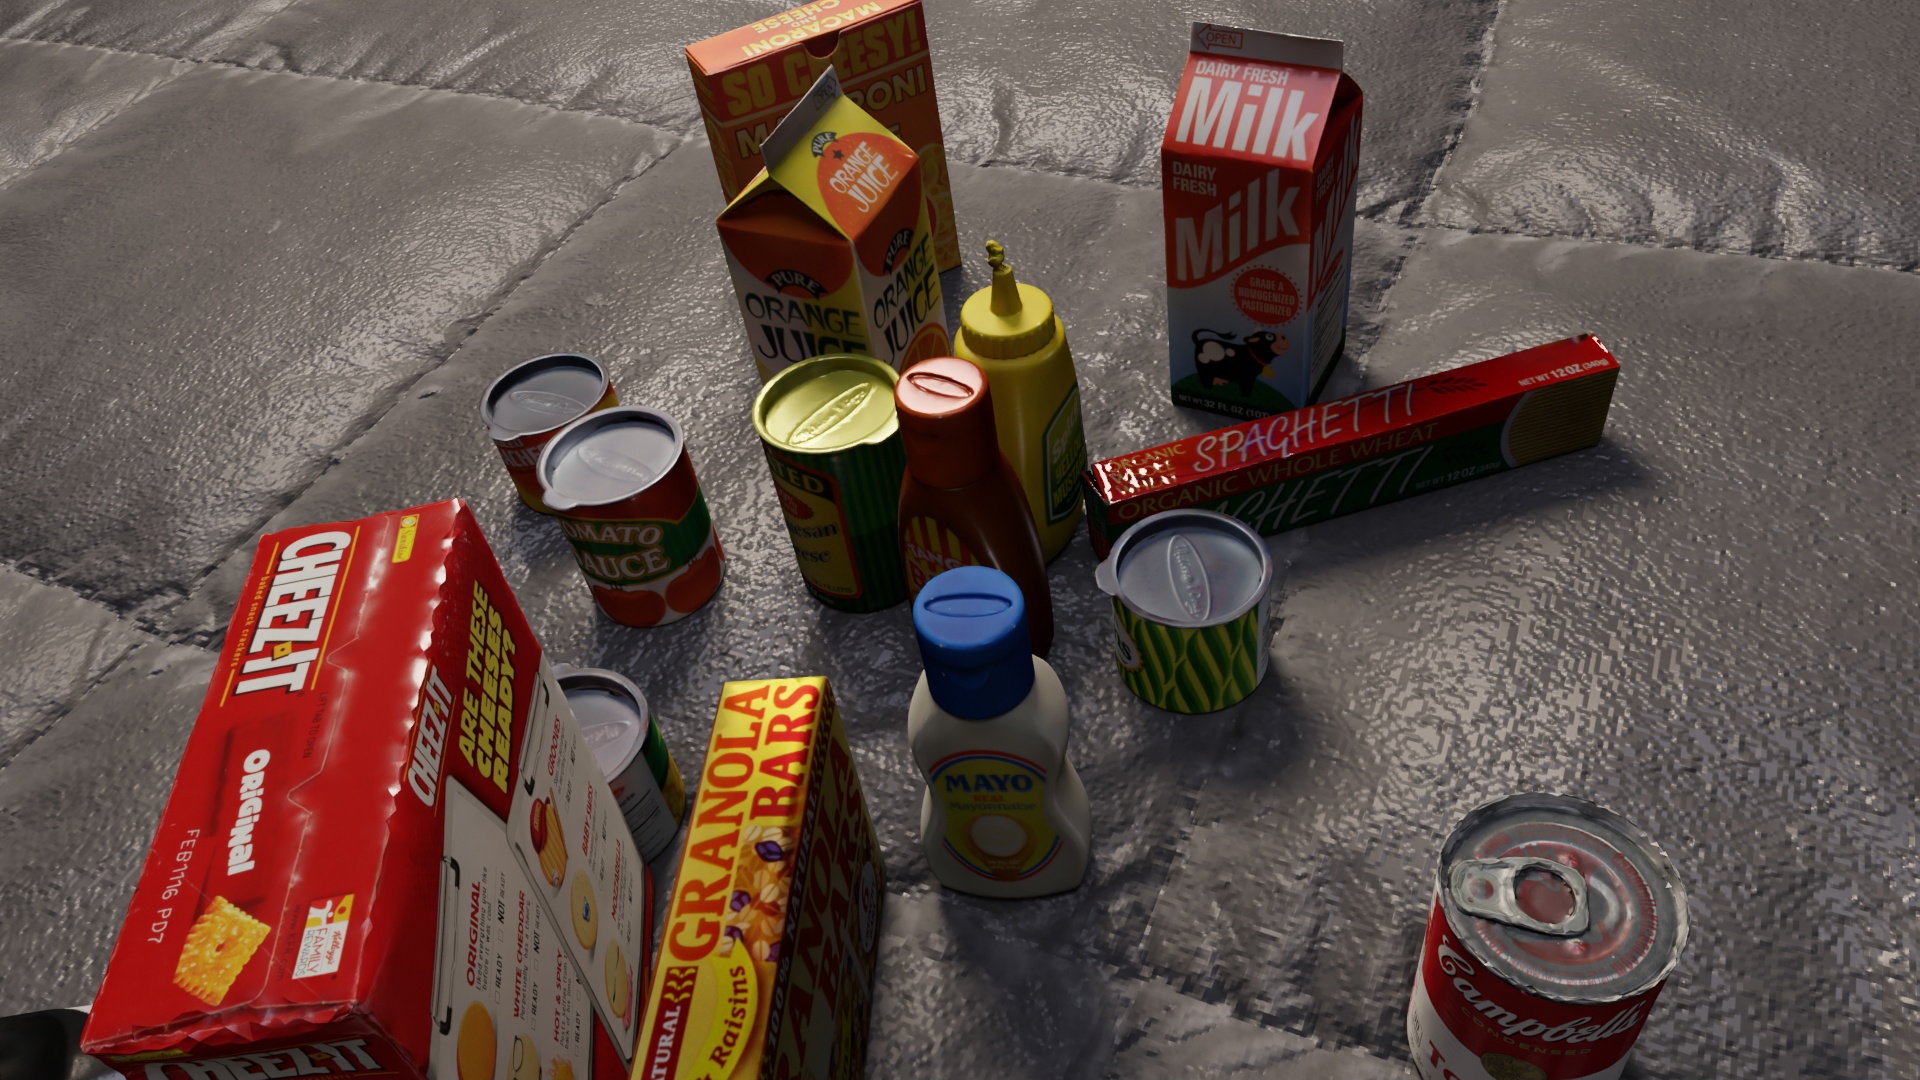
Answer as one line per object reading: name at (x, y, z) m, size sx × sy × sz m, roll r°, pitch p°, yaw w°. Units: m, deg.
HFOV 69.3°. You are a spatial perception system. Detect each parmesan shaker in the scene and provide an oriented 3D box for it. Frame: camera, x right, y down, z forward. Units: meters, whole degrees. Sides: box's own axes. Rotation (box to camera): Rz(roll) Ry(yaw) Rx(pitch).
parmesan shaker at (-0.048, -0.023, 0.627) m, size 0.071 × 0.102 × 0.072 m, roll -5°, pitch 45°, yaw 5°

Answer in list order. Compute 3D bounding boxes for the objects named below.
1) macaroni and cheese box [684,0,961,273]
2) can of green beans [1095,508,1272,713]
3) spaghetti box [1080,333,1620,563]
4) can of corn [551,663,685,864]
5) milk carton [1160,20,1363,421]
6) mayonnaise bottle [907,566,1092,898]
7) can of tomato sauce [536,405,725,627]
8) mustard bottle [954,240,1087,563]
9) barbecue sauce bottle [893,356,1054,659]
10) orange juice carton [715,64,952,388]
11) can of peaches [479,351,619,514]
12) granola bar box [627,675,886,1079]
macaroni and cheese box at (-0.070, -0.208, 0.771) m, size 0.124 × 0.165 × 0.040 m, roll -26°, pitch 47°, yaw -15°
can of green beans at (0.096, 0.030, 0.581) m, size 0.071 × 0.057 × 0.071 m, roll -5°, pitch 45°, yaw 5°
spaghetti box at (0.180, -0.040, 0.641) m, size 0.250 × 0.050 × 0.029 m, roll -15°, pitch 45°, yaw -5°
can of corn at (-0.150, 0.093, 0.560) m, size 0.071 × 0.058 × 0.071 m, roll -5°, pitch 45°, yaw 5°
milk carton at (0.143, -0.152, 0.661) m, size 0.072 × 0.189 × 0.074 m, roll 17°, pitch 51°, yaw 25°
mayonnaise bottle at (0.011, 0.072, 0.490) m, size 0.065 × 0.147 × 0.041 m, roll -2°, pitch 45°, yaw 9°
can of tomato sauce at (-0.151, -0.009, 0.645) m, size 0.071 × 0.082 × 0.071 m, roll -5°, pitch 45°, yaw 5°
mustard bottle at (0.025, -0.061, 0.612) m, size 0.049 × 0.159 × 0.066 m, roll 14°, pitch 49°, yaw 22°
barbecue sauce bottle at (0.002, -0.007, 0.570) m, size 0.065 × 0.147 × 0.044 m, roll 20°, pitch 52°, yaw 27°
orange juice carton at (-0.058, -0.121, 0.663) m, size 0.073 × 0.191 × 0.072 m, roll 13°, pitch 49°, yaw 21°
can of peaches at (-0.207, -0.054, 0.717) m, size 0.071 × 0.057 × 0.071 m, roll -5°, pitch 45°, yaw 5°
granola bar box at (-0.060, 0.146, 0.445) m, size 0.039 × 0.123 × 0.166 m, roll -2°, pitch 45°, yaw 8°
